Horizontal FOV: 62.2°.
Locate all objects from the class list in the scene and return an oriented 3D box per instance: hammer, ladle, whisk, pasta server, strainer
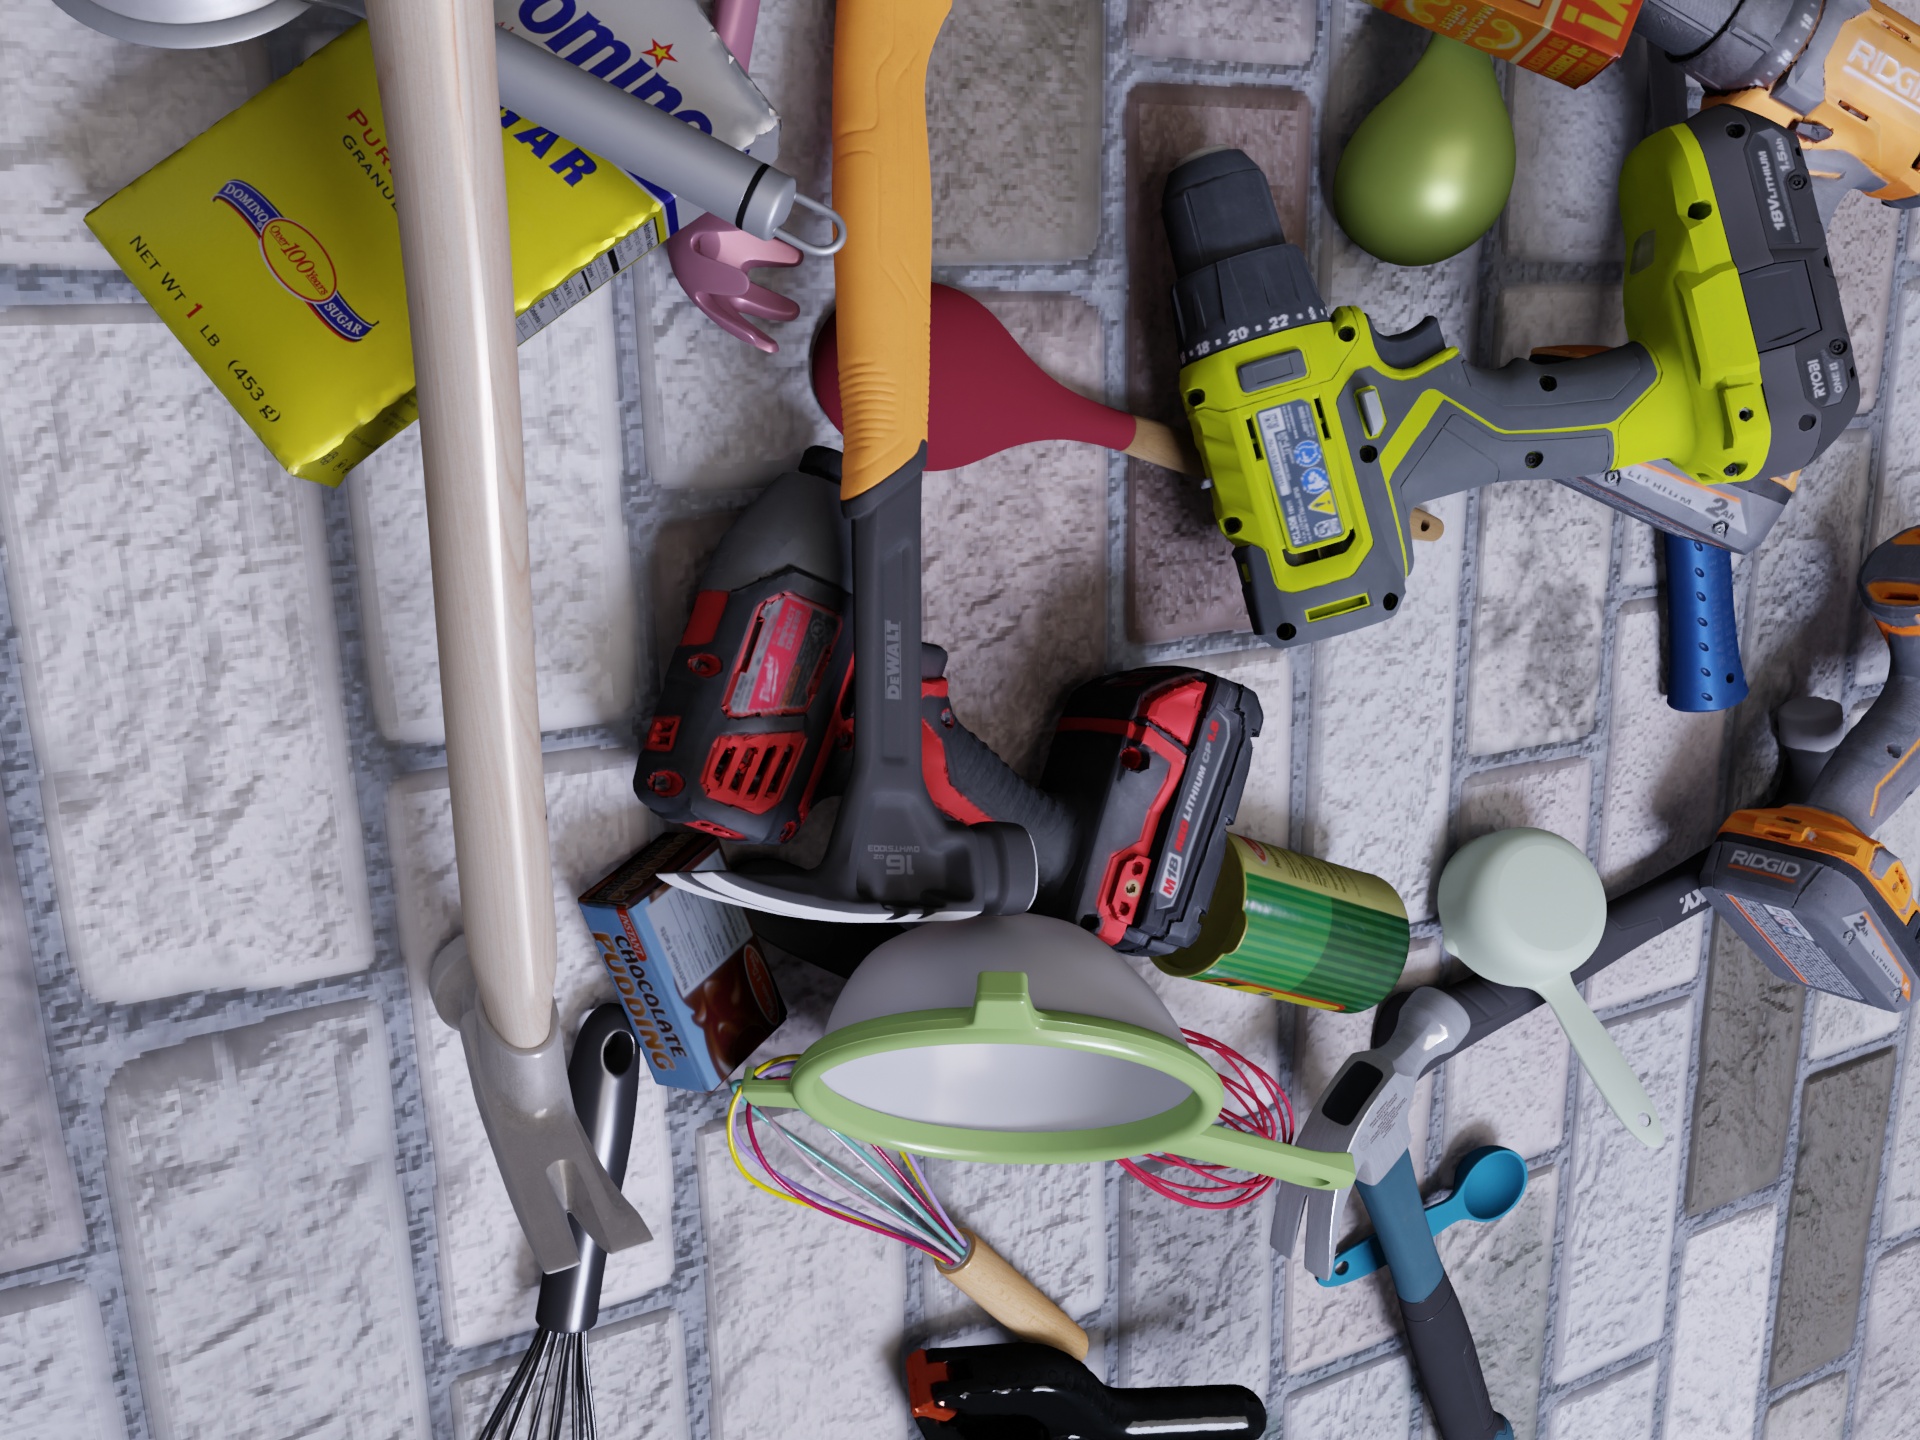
[{"bbox_3d":[-0.032,-0.104,0.521,0.127,0.034,0.337,5,81,-37],"label":"hammer"},{"bbox_3d":[0.197,-0.350,0.646,0.078,0.062,0.320,0,96,-20],"label":"ladle"},{"bbox_3d":[-0.125,-0.043,0.423,0.038,0.146,0.410,-11,122,-26],"label":"hammer"},{"bbox_3d":[0.339,-0.194,0.757,0.144,0.035,0.405,-22,112,-22],"label":"hammer"},{"bbox_3d":[0.353,0.111,0.839,0.334,0.035,0.146,-22,111,-22],"label":"hammer"},{"bbox_3d":[0.029,0.128,0.658,0.295,0.073,0.073,31,87,-24],"label":"whisk"},{"bbox_3d":[-0.059,-0.283,0.520,0.040,0.060,0.316,10,96,11],"label":"pasta server"},{"bbox_3d":[0.232,0.285,0.791,0.128,0.033,0.330,-41,126,-23],"label":"hammer"},{"bbox_3d":[0.058,0.124,0.597,0.256,0.151,0.069,22,55,-32],"label":"strainer"},{"bbox_3d":[-0.146,-0.190,0.426,0.258,0.050,0.087,26,71,-4],"label":"strainer"},{"bbox_3d":[-0.150,0.221,0.592,0.055,0.055,0.239,8,94,-30],"label":"whisk"},{"bbox_3d":[-0.017,0.213,0.662,0.244,0.051,0.047,50,43,-33],"label":"whisk"},{"bbox_3d":[0.086,-0.110,0.648,0.315,0.031,0.069,10,96,-31],"label":"ladle"}]

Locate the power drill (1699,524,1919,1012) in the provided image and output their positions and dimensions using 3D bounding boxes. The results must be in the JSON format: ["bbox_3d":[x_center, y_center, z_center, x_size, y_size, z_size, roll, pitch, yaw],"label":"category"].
[{"bbox_3d":[0.496,0.033,0.833,0.164,0.084,0.226,39,78,-29],"label":"power drill"}]

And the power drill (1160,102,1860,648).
[{"bbox_3d":[0.196,-0.147,0.607,0.228,0.080,0.190,-15,94,7],"label":"power drill"}]

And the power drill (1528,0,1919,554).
[{"bbox_3d":[0.313,-0.206,0.674,0.185,0.084,0.226,20,102,-16],"label":"power drill"}]

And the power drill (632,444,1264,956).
[{"bbox_3d":[-0.001,-0.002,0.595,0.219,0.078,0.143,22,80,-26],"label":"power drill"}]

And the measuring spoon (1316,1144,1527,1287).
[{"bbox_3d":[0.236,0.257,0.826,0.128,0.021,0.042,-24,112,-12],"label":"measuring spoon"}]

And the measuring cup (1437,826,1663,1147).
[{"bbox_3d":[0.296,0.127,0.761,0.083,0.038,0.168,-26,79,-17],"label":"measuring cup"}]
